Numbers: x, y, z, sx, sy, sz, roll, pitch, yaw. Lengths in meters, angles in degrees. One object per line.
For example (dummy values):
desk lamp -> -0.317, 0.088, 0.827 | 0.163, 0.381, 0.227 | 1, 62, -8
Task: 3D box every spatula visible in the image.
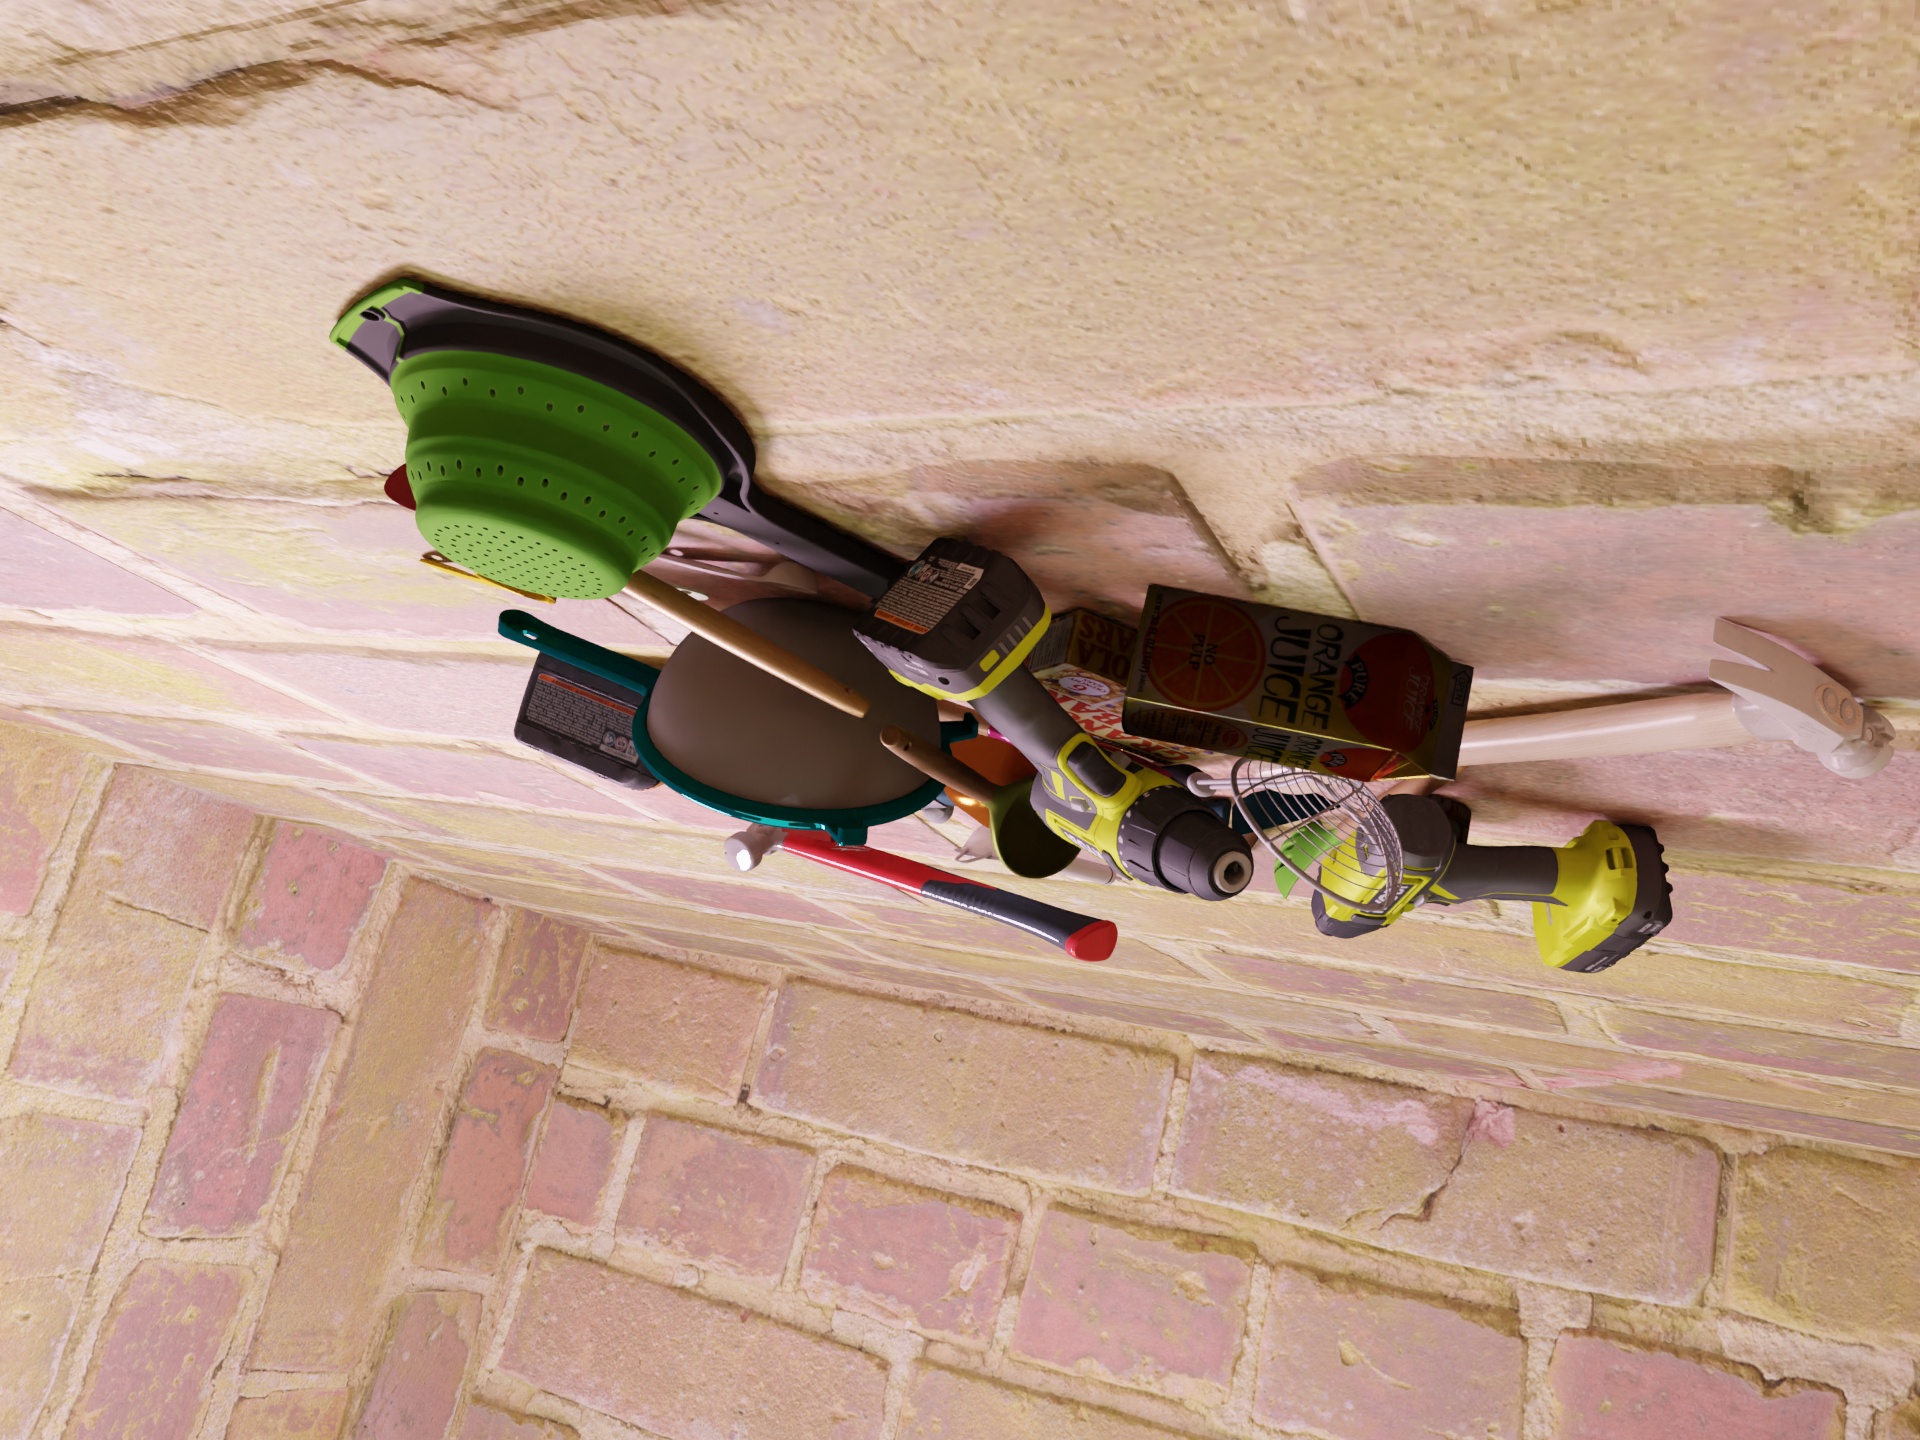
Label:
spatula -> 0.247, 0.095, 1.324 | 0.082, 0.044, 0.317 | -16, 165, 0

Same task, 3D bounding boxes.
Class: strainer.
strainer -> 0.078, 0.126, 1.463 | 0.087, 0.050, 0.258 | 8, 172, 38
strainer -> -0.160, -0.044, 1.046 | 0.340, 0.095, 0.211 | 21, -151, 16

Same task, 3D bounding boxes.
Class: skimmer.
skimmer -> 0.183, 0.070, 1.112 | 0.127, 0.090, 0.363 | 28, 170, -14

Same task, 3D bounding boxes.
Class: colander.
colander -> -0.156, -0.097, 0.875 | 0.396, 0.094, 0.204 | 24, 161, -35

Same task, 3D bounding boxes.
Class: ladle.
ladle -> -0.193, -0.080, 0.932 | 0.315, 0.069, 0.031 | 28, 121, 1
ladle -> 0.018, 0.048, 1.023 | 0.062, 0.078, 0.320 | 32, 179, 21

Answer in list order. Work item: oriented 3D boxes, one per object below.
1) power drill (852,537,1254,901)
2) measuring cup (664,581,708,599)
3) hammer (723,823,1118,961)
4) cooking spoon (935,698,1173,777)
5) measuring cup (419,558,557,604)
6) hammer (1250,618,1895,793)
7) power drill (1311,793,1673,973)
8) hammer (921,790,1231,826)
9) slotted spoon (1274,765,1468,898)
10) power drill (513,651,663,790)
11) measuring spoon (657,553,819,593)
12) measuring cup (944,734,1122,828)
power drill -> 0.058, 0.009, 0.896 | 0.228, 0.080, 0.191 | 46, 172, -25
measuring cup -> -0.239, -0.110, 1.008 | 0.167, 0.038, 0.083 | 12, 165, -5
hammer -> -0.025, 0.140, 1.462 | 0.386, 0.038, 0.143 | 14, -152, 30
cooking spoon -> -0.002, -0.004, 1.137 | 0.319, 0.017, 0.069 | 17, -159, 13
measuring cup -> -0.335, -0.112, 1.117 | 0.157, 0.029, 0.062 | 15, 172, 42
hammer -> 0.325, 0.009, 0.974 | 0.146, 0.038, 0.411 | 23, 162, -29
power drill -> 0.376, 0.123, 1.153 | 0.223, 0.080, 0.171 | 7, 149, -7
hammer -> 0.083, 0.074, 1.402 | 0.331, 0.033, 0.128 | 3, 163, 30
slotted spoon -> 0.304, 0.076, 1.208 | 0.031, 0.070, 0.313 | 29, 157, -2
power drill -> -0.249, -0.009, 1.218 | 0.185, 0.084, 0.226 | 21, -175, 17
measuring spoon -> -0.144, -0.100, 1.015 | 0.124, 0.018, 0.034 | 13, 179, 24
measuring cup -> 0.060, 0.020, 1.178 | 0.173, 0.095, 0.052 | -21, 142, 32
